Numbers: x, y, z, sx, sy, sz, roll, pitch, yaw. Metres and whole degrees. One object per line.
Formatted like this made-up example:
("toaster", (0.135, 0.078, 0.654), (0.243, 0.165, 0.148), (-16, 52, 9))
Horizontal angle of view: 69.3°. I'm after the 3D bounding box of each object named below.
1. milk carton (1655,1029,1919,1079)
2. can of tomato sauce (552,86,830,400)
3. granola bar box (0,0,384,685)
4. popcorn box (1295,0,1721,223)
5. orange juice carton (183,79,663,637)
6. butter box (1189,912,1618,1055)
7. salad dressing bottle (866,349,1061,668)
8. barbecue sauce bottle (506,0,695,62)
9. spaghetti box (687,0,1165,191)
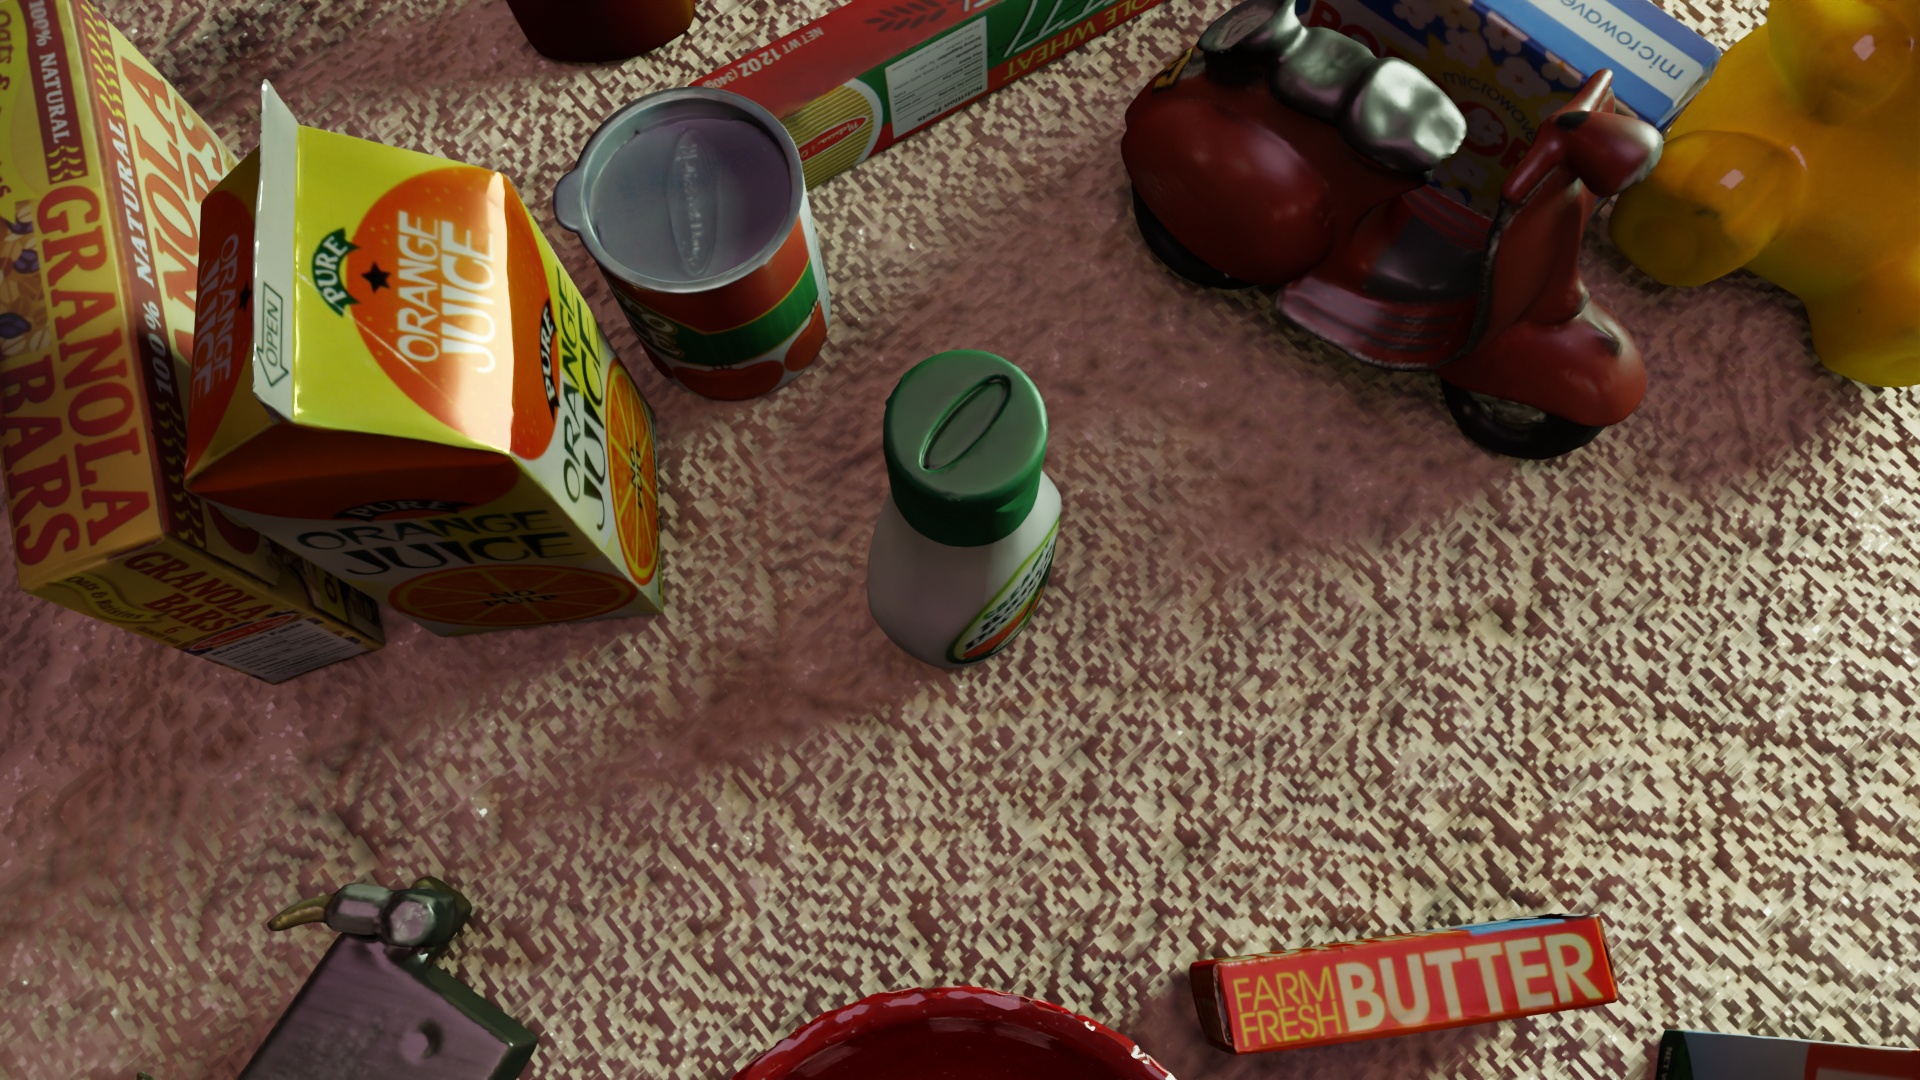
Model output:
("milk carton", (0.224, 0.155, 0.297), (0.073, 0.190, 0.072), (17, 75, 6))
("can of tomato sauce", (-0.079, -0.088, 0.431), (0.071, 0.083, 0.071), (0, 73, 1))
("granola bar box", (-0.224, -0.052, 0.400), (0.039, 0.124, 0.166), (-19, 74, -5))
("popcorn box", (0.163, -0.156, 0.448), (0.127, 0.085, 0.038), (41, 78, 12))
("orange juice carton", (-0.134, -0.033, 0.358), (0.073, 0.192, 0.072), (-6, 73, -1))
("butter box", (0.117, 0.121, 0.380), (0.103, 0.053, 0.024), (-7, 73, -1))
("salad dressing bottle", (0.001, -0.005, 0.371), (0.044, 0.147, 0.064), (39, 78, 11))
("barbecue sauce bottle", (-0.128, -0.212, 0.436), (0.065, 0.148, 0.044), (-12, 74, -3))
("spaghetti box", (0.025, -0.188, 0.478), (0.250, 0.050, 0.029), (-30, 75, -8))
